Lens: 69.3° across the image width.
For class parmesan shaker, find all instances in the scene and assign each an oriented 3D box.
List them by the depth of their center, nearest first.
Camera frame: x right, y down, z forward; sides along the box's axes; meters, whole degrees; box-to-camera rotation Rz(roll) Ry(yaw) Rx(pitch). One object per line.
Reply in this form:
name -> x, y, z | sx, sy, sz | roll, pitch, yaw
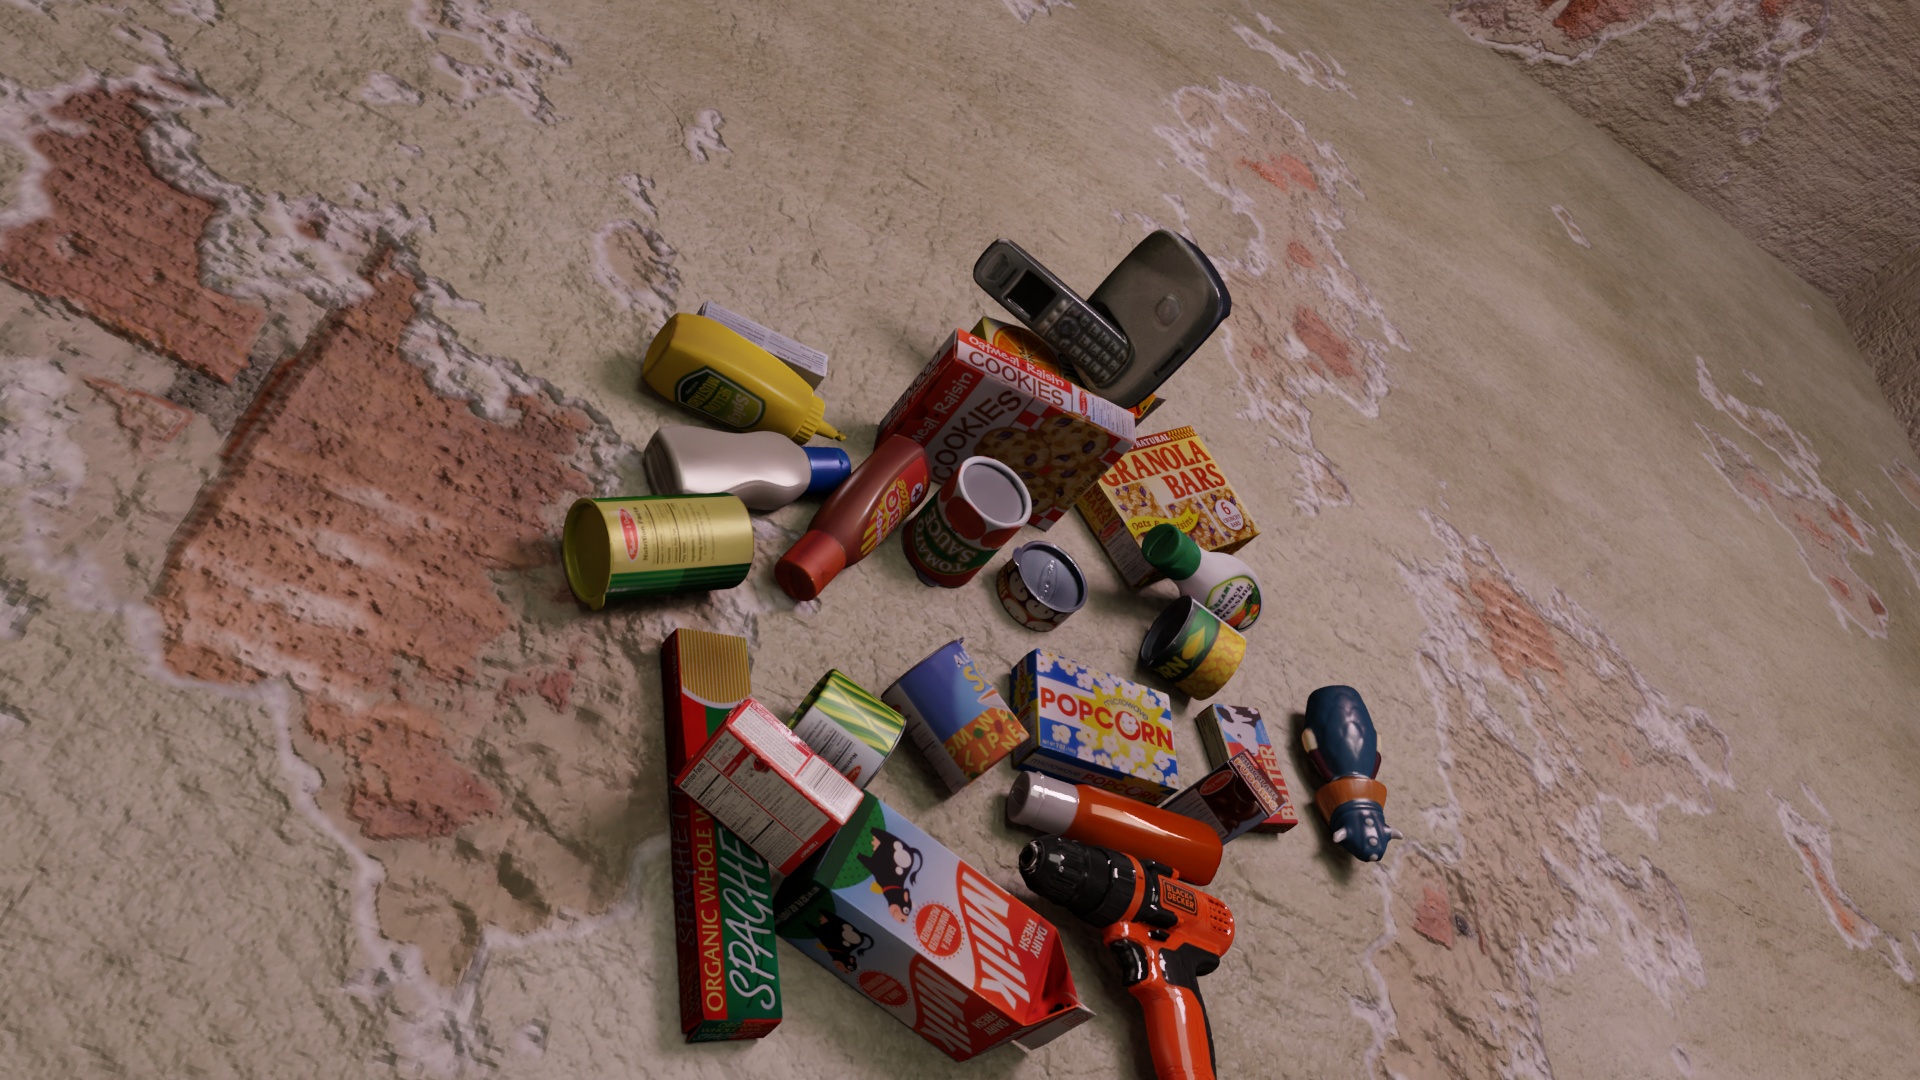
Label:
parmesan shaker -> -0.193, 0.006, 0.891 | 0.103, 0.071, 0.071 | -4, 59, -41

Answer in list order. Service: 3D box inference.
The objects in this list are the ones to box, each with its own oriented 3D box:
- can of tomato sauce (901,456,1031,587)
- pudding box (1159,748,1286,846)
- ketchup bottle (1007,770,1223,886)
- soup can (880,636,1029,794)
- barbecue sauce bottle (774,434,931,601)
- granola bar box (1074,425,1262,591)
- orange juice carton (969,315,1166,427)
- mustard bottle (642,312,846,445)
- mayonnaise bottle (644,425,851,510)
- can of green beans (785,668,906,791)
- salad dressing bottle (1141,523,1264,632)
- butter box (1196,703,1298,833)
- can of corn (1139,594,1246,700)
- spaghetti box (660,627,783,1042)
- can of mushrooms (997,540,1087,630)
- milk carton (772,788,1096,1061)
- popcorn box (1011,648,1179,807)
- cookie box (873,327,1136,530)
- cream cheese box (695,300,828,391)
can of tomato sauce -> 0.004, -0.013, 1.047 | 0.071, 0.082, 0.071 | 22, 45, -23
pudding box -> 0.192, 0.195, 1.022 | 0.030, 0.083, 0.050 | -22, 71, -47
ketchup bottle -> 0.106, 0.199, 0.972 | 0.149, 0.065, 0.043 | 21, 89, -16
soup can -> -0.001, 0.118, 0.945 | 0.084, 0.071, 0.071 | 52, 42, 9
barbecue sauce bottle -> -0.077, -0.014, 1.004 | 0.044, 0.064, 0.149 | 24, 46, 20
granola bar box -> 0.179, -0.032, 1.235 | 0.166, 0.039, 0.124 | -16, 68, -44
orange juice carton -> 0.086, -0.125, 1.214 | 0.193, 0.071, 0.073 | 11, 51, -31
mustard bottle -> -0.151, -0.108, 1.021 | 0.160, 0.065, 0.049 | 26, 47, -25
mayonnaise bottle -> -0.148, -0.049, 0.991 | 0.148, 0.041, 0.065 | -2, 58, -40
can of green beans -> -0.077, 0.124, 0.883 | 0.058, 0.071, 0.071 | 37, 41, -7
salad dressing bottle -> 0.201, 0.031, 1.157 | 0.147, 0.064, 0.044 | 34, 11, -45
butter box -> 0.228, 0.182, 1.106 | 0.053, 0.024, 0.104 | 9, 51, -32
can of corn -> 0.187, 0.089, 1.122 | 0.058, 0.071, 0.071 | 36, 42, -9
spaghetti box -> -0.144, 0.166, 0.823 | 0.050, 0.028, 0.251 | 12, 50, -31
can of mushrooms -> 0.062, 0.035, 1.092 | 0.071, 0.033, 0.071 | 21, 46, -24
milk carton -> -0.013, 0.242, 0.830 | 0.190, 0.072, 0.074 | 38, 42, -7
popcorn box -> 0.099, 0.140, 1.028 | 0.127, 0.038, 0.085 | 21, 45, -24
cookie box -> 0.035, -0.084, 1.101 | 0.167, 0.122, 0.040 | 23, 44, -22
cream cheese box -> -0.157, -0.137, 1.047 | 0.104, 0.053, 0.024 | 23, 47, -22
